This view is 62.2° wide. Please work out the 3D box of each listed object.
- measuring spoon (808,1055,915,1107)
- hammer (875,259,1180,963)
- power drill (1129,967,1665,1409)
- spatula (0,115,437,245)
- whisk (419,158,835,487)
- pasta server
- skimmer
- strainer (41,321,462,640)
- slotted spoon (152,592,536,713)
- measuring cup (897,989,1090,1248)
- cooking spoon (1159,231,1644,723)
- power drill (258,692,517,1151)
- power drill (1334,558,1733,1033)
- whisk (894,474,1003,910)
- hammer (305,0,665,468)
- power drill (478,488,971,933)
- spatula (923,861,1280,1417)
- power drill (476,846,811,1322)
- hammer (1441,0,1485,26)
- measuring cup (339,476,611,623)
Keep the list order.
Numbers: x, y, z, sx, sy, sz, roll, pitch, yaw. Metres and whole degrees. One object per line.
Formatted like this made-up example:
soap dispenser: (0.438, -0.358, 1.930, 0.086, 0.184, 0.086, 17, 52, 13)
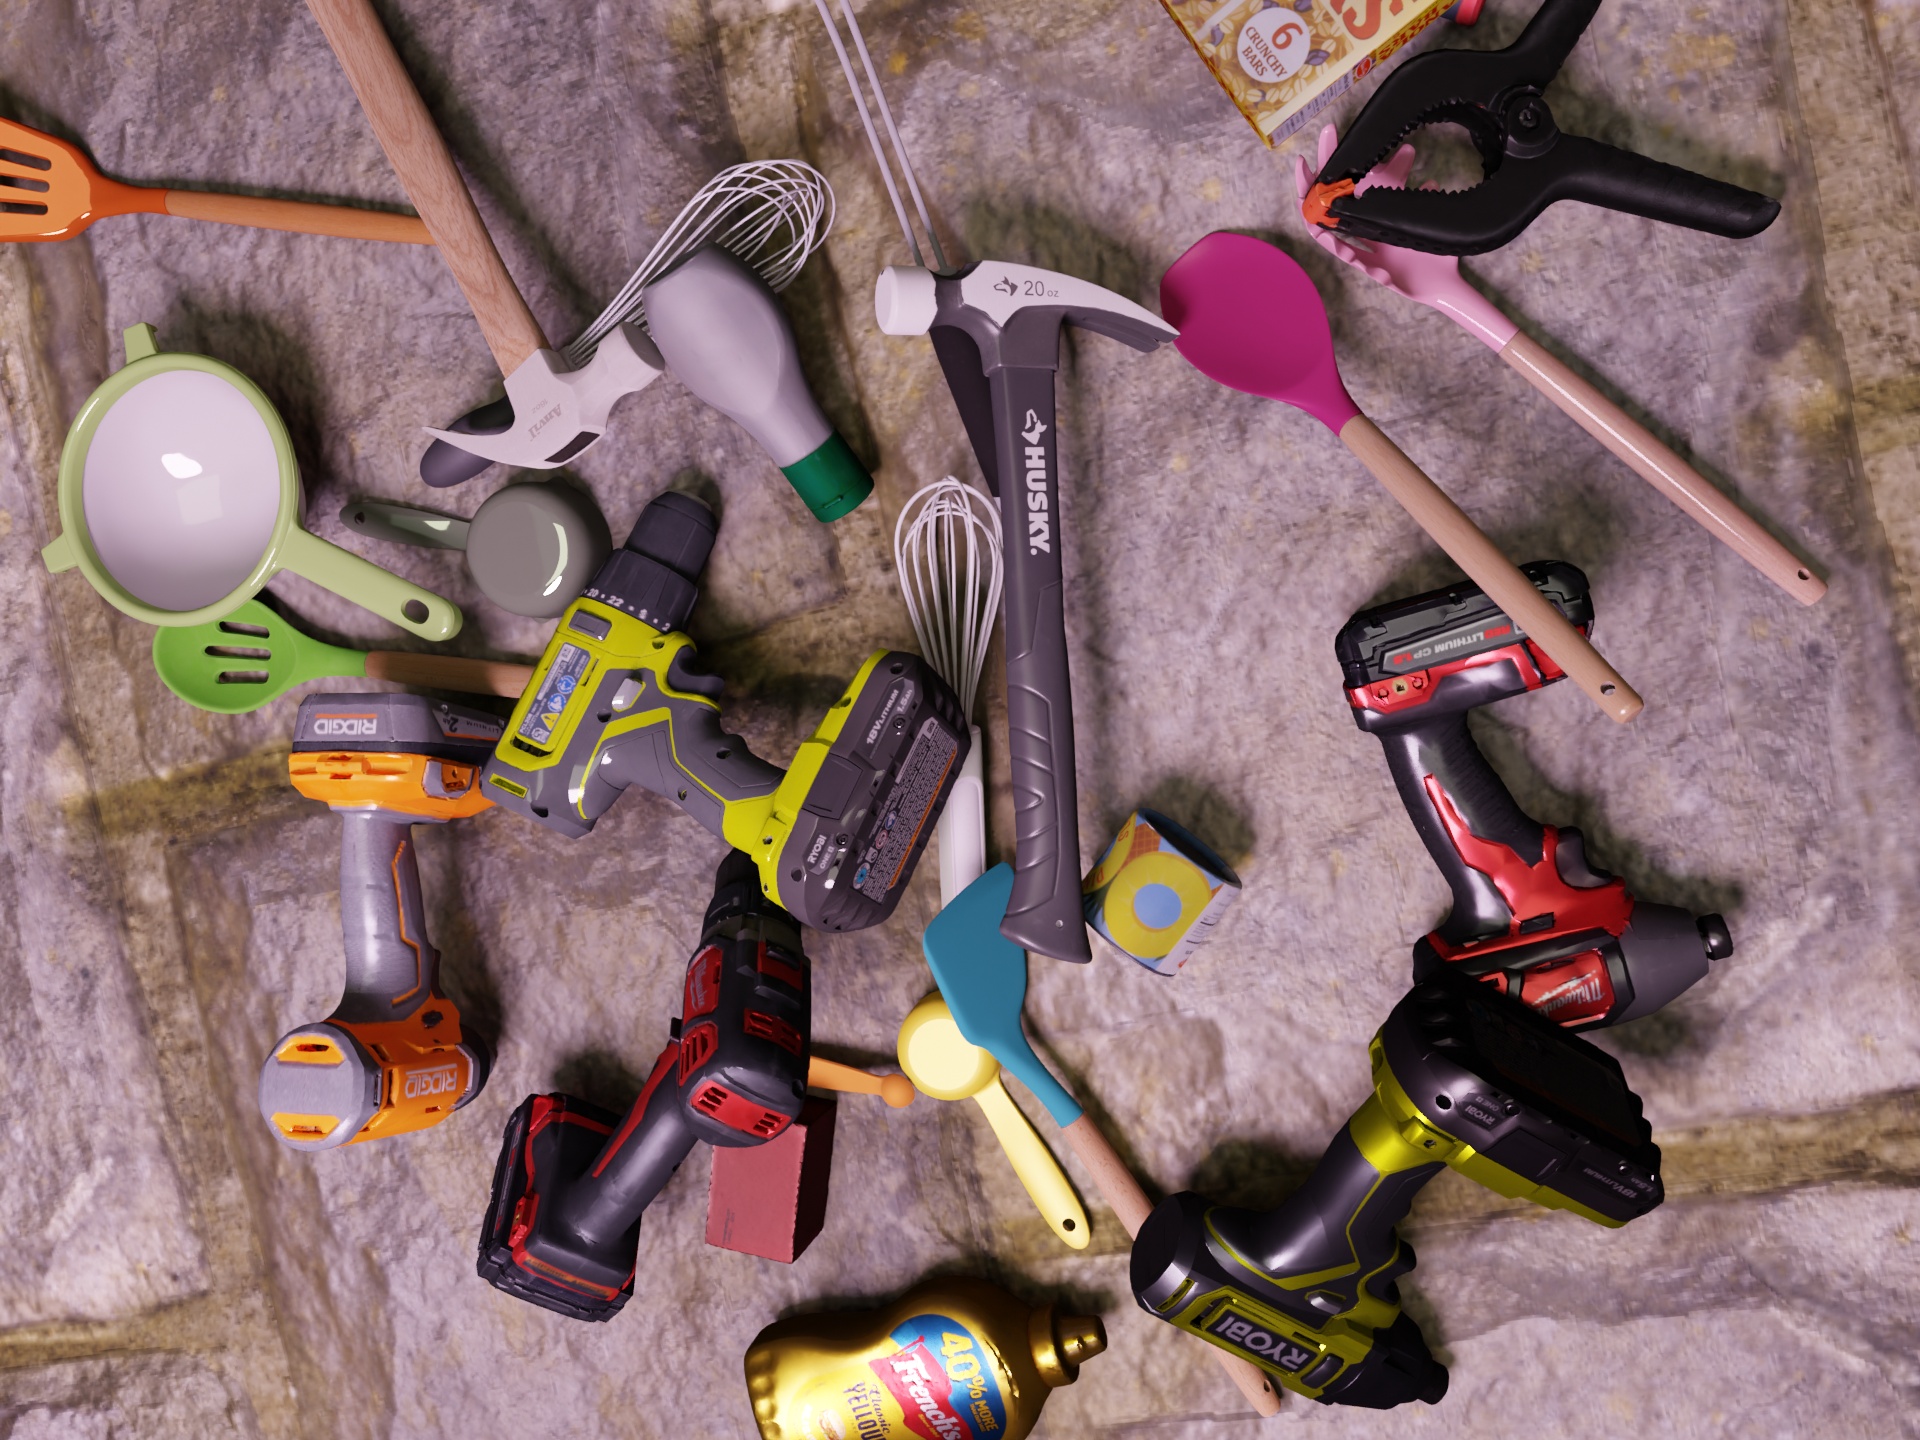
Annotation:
measuring spoon: (-0.078, 0.193, 0.861, 0.117, 0.011, 0.021, 5, 117, 25)
hammer: (0.041, -0.050, 0.764, 0.146, 0.035, 0.335, -3, 89, -20)
power drill: (0.209, 0.235, 0.746, 0.171, 0.080, 0.223, 29, 120, -10)
spatula: (-0.433, -0.294, 0.905, 0.322, 0.041, 0.081, 9, 96, 12)
whisk: (-0.184, -0.204, 0.849, 0.284, 0.070, 0.070, -31, 87, 19)
pasta server: (0.281, -0.163, 0.747, 0.316, 0.040, 0.060, 42, 84, 6)
skimmer: (-0.028, -0.283, 0.794, 0.127, 0.090, 0.363, -17, 107, 15)
strainer: (-0.378, -0.105, 0.892, 0.256, 0.069, 0.151, 26, 97, 10)
slotted spoon: (-0.311, -0.027, 0.904, 0.314, 0.031, 0.070, 6, 96, 11)
measuring cup: (0.021, 0.215, 0.840, 0.062, 0.029, 0.156, -35, 84, 13)
cooking spoon: (0.195, -0.118, 0.728, 0.069, 0.017, 0.319, -41, 62, 11)
power drill: (-0.295, 0.107, 0.857, 0.084, 0.164, 0.226, 0, 82, 13)
power drill: (0.266, 0.042, 0.748, 0.143, 0.078, 0.219, -16, 93, 14)
whisk: (-0.001, -0.003, 0.823, 0.057, 0.059, 0.246, -6, 99, -20)
hammer: (-0.278, -0.277, 0.846, 0.130, 0.031, 0.331, -35, 75, 22)
power drill: (-0.116, -0.008, 0.804, 0.229, 0.080, 0.190, 21, 79, 25)
spatula: (0.078, 0.225, 0.818, 0.044, 0.082, 0.317, -34, 91, 42)
power drill: (-0.153, 0.180, 0.826, 0.080, 0.188, 0.226, 30, 117, -22)
hammer: (0.066, -0.402, 0.779, 0.386, 0.038, 0.143, 24, 101, 10)
measuring cup: (-0.278, -0.102, 0.883, 0.167, 0.038, 0.083, 10, 97, 10)
